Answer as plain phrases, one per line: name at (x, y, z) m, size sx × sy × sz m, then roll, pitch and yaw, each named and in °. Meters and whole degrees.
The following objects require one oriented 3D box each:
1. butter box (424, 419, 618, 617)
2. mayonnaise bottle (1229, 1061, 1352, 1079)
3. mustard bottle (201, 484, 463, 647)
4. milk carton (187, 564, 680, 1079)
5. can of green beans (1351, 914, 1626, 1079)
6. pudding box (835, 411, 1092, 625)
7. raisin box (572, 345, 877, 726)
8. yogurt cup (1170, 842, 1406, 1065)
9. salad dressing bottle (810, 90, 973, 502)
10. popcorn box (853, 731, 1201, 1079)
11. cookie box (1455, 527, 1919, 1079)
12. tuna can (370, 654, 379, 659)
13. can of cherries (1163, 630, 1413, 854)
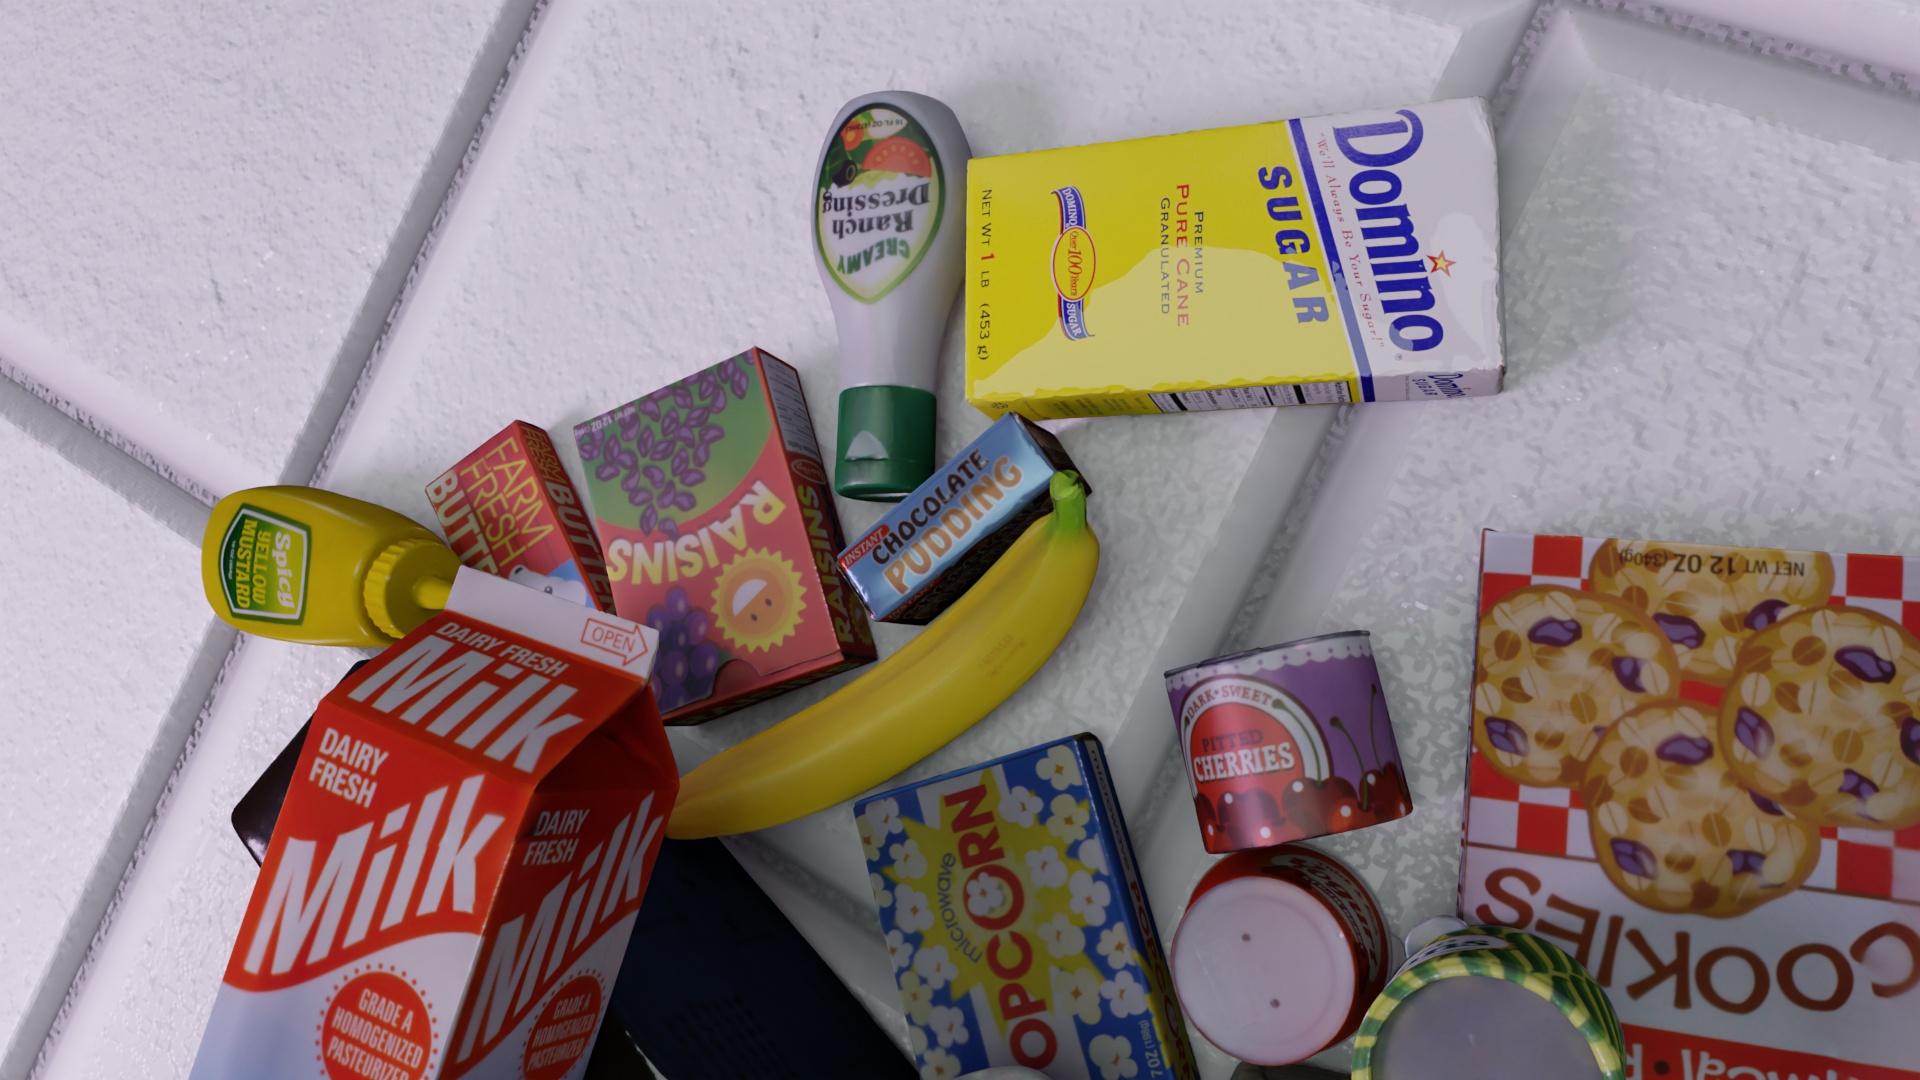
butter box at (-0.176, 0.007, 0.567) m, size 0.053 × 0.024 × 0.104 m, roll -33°, pitch 73°, yaw 13°
mayonnaise bottle at (0.103, 0.240, 0.422) m, size 0.065 × 0.041 × 0.148 m, roll 8°, pitch 85°, yaw 8°
mustard bottle at (-0.246, 0.013, 0.563) m, size 0.160 × 0.049 × 0.065 m, roll 7°, pitch 93°, yaw 34°
milk carton at (-0.138, 0.106, 0.372) m, size 0.072 × 0.073 × 0.190 m, roll 16°, pitch 86°, yaw 20°
can of green beans at (0.142, 0.141, 0.372) m, size 0.071 × 0.058 × 0.071 m, roll -3°, pitch 81°, yaw 24°
pudding box at (0.002, -0.006, 0.491) m, size 0.083 × 0.049 × 0.030 m, roll -39°, pitch 73°, yaw 11°
raisin box at (-0.090, 0.000, 0.529) m, size 0.086 × 0.040 × 0.123 m, roll -20°, pitch 77°, yaw 15°
yogurt cup at (0.098, 0.130, 0.435) m, size 0.072 × 0.054 × 0.072 m, roll -3°, pitch 81°, yaw 20°
salad dressing bottle at (-0.025, -0.089, 0.517) m, size 0.064 × 0.044 × 0.148 m, roll -2°, pitch 82°, yaw 21°
popcorn box at (0.022, 0.137, 0.470) m, size 0.085 × 0.038 × 0.127 m, roll -20°, pitch 76°, yaw 15°
cookie box at (0.212, 0.085, 0.407) m, size 0.123 × 0.040 × 0.167 m, roll 4°, pitch 84°, yaw 21°
tuna can at (-0.220, 0.080, 0.547) m, size 0.033 × 0.071 × 0.071 m, roll 16°, pitch 88°, yaw 20°
can of cherries at (0.100, 0.064, 0.434) m, size 0.071 × 0.071 × 0.058 m, roll -14°, pitch 78°, yaw 18°
